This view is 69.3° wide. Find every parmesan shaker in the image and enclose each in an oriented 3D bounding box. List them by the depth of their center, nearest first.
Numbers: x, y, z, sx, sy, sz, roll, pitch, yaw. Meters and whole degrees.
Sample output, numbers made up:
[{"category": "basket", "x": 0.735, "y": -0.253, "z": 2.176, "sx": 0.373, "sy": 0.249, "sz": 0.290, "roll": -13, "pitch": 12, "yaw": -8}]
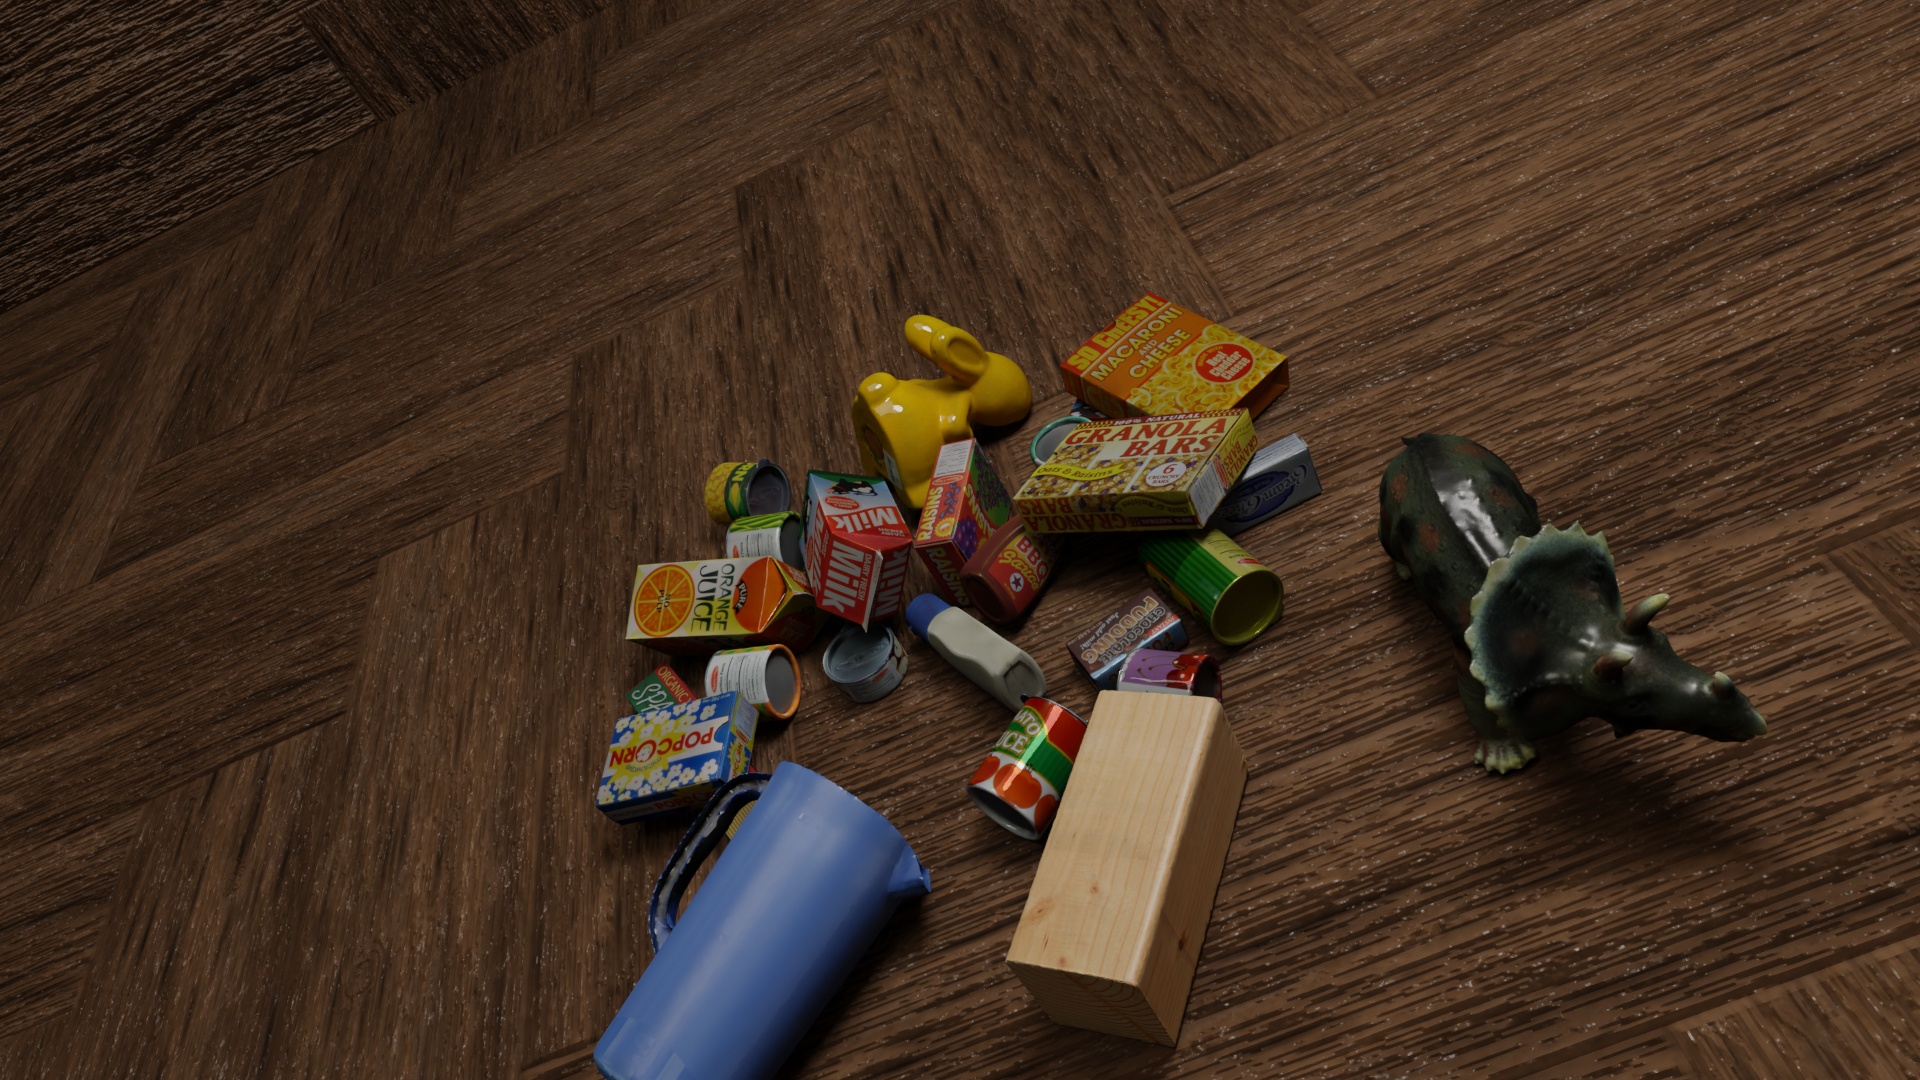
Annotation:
[{"category": "parmesan shaker", "x": 0.195, "y": 0.027, "z": 1.081, "sx": 0.071, "sy": 0.071, "sz": 0.103, "roll": -36, "pitch": 40, "yaw": -7}]

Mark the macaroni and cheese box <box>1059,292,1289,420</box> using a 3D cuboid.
[{"category": "macaroni and cheese box", "x": 0.192, "y": -0.150, "z": 1.254, "sx": 0.124, "sy": 0.040, "sz": 0.167, "roll": -41, "pitch": 51, "yaw": -19}]

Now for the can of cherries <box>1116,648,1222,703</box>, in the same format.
[{"category": "can of cherries", "x": 0.154, "y": 0.112, "z": 1.016, "sx": 0.058, "sy": 0.071, "sz": 0.072, "roll": 1, "pitch": 50, "yaw": 31}]

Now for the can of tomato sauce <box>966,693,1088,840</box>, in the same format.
[{"category": "can of tomato sauce", "x": 0.052, "y": 0.165, "z": 1.017, "sx": 0.071, "sy": 0.071, "sz": 0.083, "roll": 16, "pitch": 59, "yaw": 40}]

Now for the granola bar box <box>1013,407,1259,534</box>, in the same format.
[{"category": "granola bar box", "x": 0.143, "y": -0.057, "z": 1.132, "sx": 0.165, "sy": 0.039, "sz": 0.125, "roll": -2, "pitch": 33, "yaw": 39}]

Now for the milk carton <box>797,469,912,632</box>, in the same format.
[{"category": "milk carton", "x": -0.091, "y": 0.007, "z": 1.210, "sx": 0.073, "sy": 0.072, "sz": 0.191, "roll": 6, "pitch": 23, "yaw": -16}]

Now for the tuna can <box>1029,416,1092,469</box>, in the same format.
[{"category": "tuna can", "x": 0.100, "y": -0.082, "z": 1.269, "sx": 0.071, "sy": 0.032, "sz": 0.071, "roll": -16, "pitch": 43, "yaw": 16}]

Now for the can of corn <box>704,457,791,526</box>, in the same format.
[{"category": "can of corn", "x": -0.213, "y": -0.048, "z": 1.387, "sx": 0.058, "sy": 0.071, "sz": 0.071, "roll": 2, "pitch": 50, "yaw": 33}]

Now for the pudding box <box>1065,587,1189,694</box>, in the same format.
[{"category": "pudding box", "x": 0.131, "y": 0.080, "z": 1.088, "sx": 0.084, "sy": 0.030, "sz": 0.050, "roll": -33, "pitch": 42, "yaw": -4}]

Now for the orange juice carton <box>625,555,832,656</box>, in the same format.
[{"category": "orange juice carton", "x": -0.201, "y": 0.060, "z": 1.255, "sx": 0.192, "sy": 0.071, "sz": 0.073, "roll": -4, "pitch": 70, "yaw": 27}]

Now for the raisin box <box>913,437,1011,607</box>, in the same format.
[{"category": "raisin box", "x": 0.004, "y": -0.015, "z": 1.216, "sx": 0.040, "sy": 0.085, "sz": 0.124, "roll": -9, "pitch": 45, "yaw": 24}]

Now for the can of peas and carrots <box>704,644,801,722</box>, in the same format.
[{"category": "can of peas and carrots", "x": -0.176, "y": 0.125, "z": 1.197, "sx": 0.058, "sy": 0.070, "sz": 0.071, "roll": -8, "pitch": 45, "yaw": 23}]

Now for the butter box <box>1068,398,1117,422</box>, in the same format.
[{"category": "butter box", "x": 0.145, "y": -0.145, "z": 1.313, "sx": 0.053, "sy": 0.024, "sz": 0.104, "roll": 3, "pitch": 51, "yaw": 32}]

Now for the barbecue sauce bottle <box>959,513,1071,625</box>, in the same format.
[{"category": "barbecue sauce bottle", "x": 0.062, "y": 0.003, "z": 1.186, "sx": 0.043, "sy": 0.064, "sz": 0.149, "roll": -7, "pitch": 33, "yaw": 50}]

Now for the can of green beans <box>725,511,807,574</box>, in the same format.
[{"category": "can of green beans", "x": -0.180, "y": 0.007, "z": 1.316, "sx": 0.058, "sy": 0.071, "sz": 0.071, "roll": -6, "pitch": 46, "yaw": 24}]

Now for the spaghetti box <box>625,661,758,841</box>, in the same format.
[{"category": "spaghetti box", "x": -0.217, "y": 0.184, "z": 1.186, "sx": 0.050, "sy": 0.028, "sz": 0.251, "roll": -41, "pitch": 42, "yaw": -11}]

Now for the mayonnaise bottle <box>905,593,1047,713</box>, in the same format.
[{"category": "mayonnaise bottle", "x": 0.008, "y": 0.086, "z": 1.132, "sx": 0.041, "sy": 0.064, "sz": 0.148, "roll": -43, "pitch": 39, "yaw": -12}]

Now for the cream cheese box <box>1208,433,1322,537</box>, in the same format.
[{"category": "cream cheese box", "x": 0.239, "y": -0.042, "z": 1.132, "sx": 0.104, "sy": 0.053, "sz": 0.024, "roll": -26, "pitch": 39, "yaw": 4}]

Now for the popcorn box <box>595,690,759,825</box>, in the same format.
[{"category": "popcorn box", "x": -0.234, "y": 0.180, "z": 1.146, "sx": 0.126, "sy": 0.038, "sz": 0.085, "roll": -16, "pitch": 45, "yaw": 22}]

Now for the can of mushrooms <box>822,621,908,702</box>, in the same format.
[{"category": "can of mushrooms", "x": -0.081, "y": 0.102, "z": 1.187, "sx": 0.071, "sy": 0.033, "sz": 0.071, "roll": -17, "pitch": 43, "yaw": 16}]
